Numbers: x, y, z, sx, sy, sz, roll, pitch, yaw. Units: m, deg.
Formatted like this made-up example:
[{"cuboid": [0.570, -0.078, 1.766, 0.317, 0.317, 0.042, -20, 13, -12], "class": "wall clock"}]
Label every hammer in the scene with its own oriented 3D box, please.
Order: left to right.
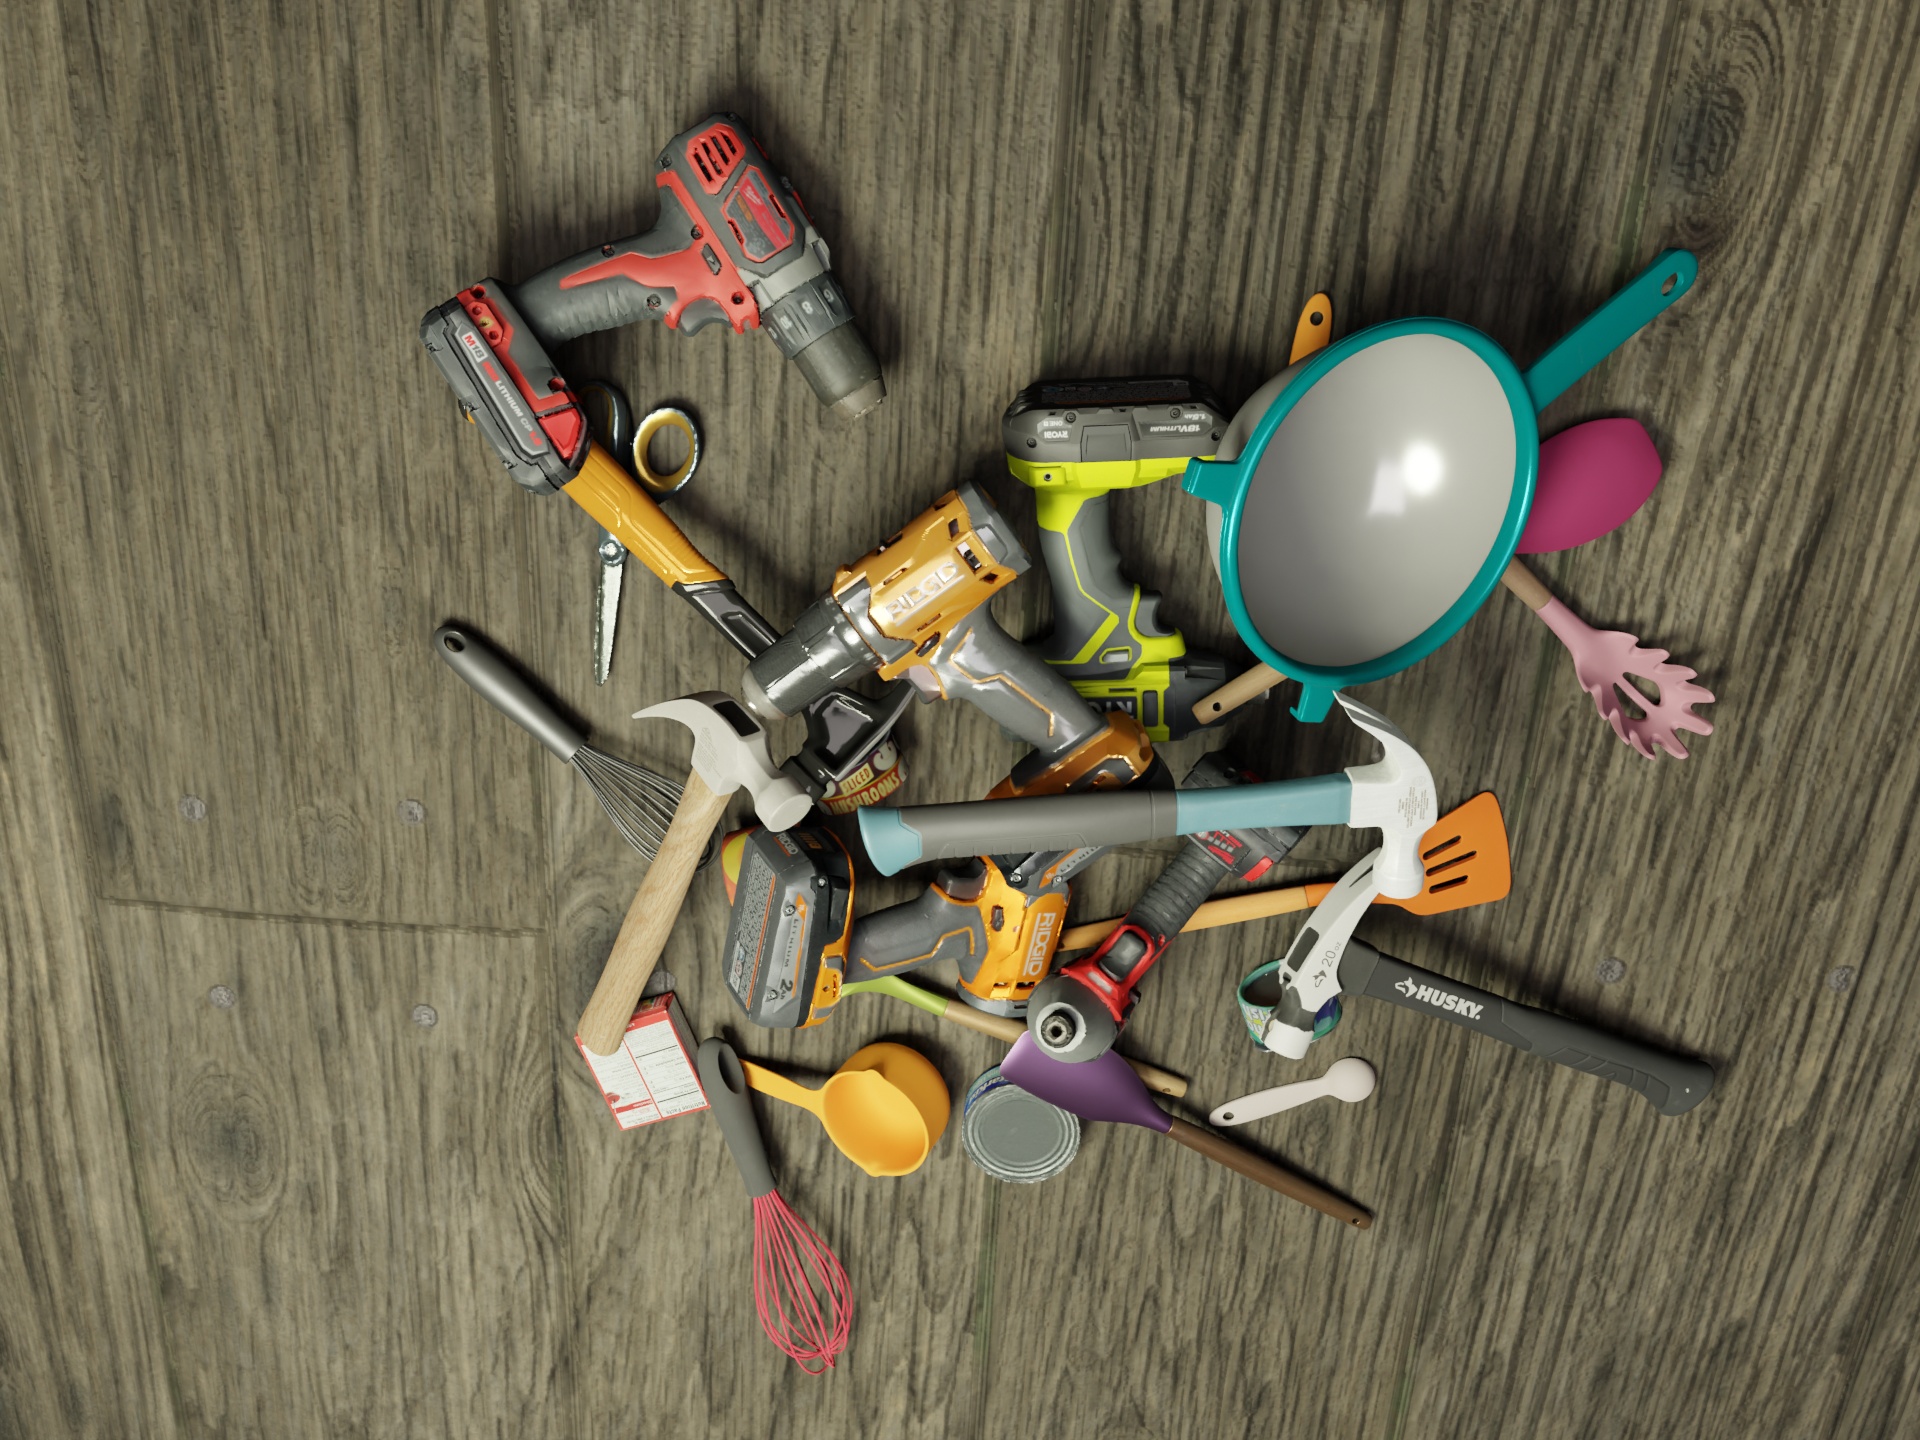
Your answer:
[{"cuboid": [-0.193, 0.110, 1.023, 0.130, 0.031, 0.331, 50, 132, 23], "class": "hammer"}, {"cuboid": [-0.170, -0.106, 0.979, 0.337, 0.034, 0.127, 43, 90, -4], "class": "hammer"}, {"cuboid": [0.108, 0.055, 0.905, 0.331, 0.033, 0.128, -5, 118, -4], "class": "hammer"}, {"cuboid": [0.371, 0.198, 1.072, 0.334, 0.035, 0.146, 20, 97, -16], "class": "hammer"}]

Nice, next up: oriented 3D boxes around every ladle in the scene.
[{"cuboid": [0.012, 0.221, 1.122, 0.320, 0.062, 0.078, 20, 133, -8], "class": "ladle"}]

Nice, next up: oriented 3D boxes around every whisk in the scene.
[{"cuboid": [-0.256, 0.017, 1.064, 0.239, 0.055, 0.055, 42, 108, -7], "class": "whisk"}, {"cuboid": [-0.142, 0.362, 1.181, 0.073, 0.073, 0.295, -13, 109, 8], "class": "whisk"}]

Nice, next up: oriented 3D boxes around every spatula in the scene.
[{"cuboid": [0.171, 0.299, 1.145, 0.315, 0.018, 0.059, 29, 105, -15], "class": "spatula"}, {"cuboid": [0.212, 0.121, 1.089, 0.322, 0.041, 0.081, -12, 110, 12], "class": "spatula"}]

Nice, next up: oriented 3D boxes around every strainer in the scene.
[{"cuboid": [0.266, -0.171, 0.912, 0.340, 0.095, 0.210, -38, 126, -6], "class": "strainer"}]

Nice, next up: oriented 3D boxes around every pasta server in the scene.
[{"cuboid": [0.347, -0.091, 0.988, 0.316, 0.040, 0.060, 41, 98, -11], "class": "pasta server"}]

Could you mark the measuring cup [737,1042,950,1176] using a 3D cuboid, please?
[{"cuboid": [-0.088, 0.264, 1.154, 0.174, 0.052, 0.095, 15, 119, 24], "class": "measuring cup"}]

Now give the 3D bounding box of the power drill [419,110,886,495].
[{"cuboid": [-0.170, -0.217, 0.921, 0.226, 0.080, 0.188, -33, 100, -4], "class": "power drill"}]

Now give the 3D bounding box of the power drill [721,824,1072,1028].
[{"cuboid": [-0.028, 0.116, 1.031, 0.226, 0.084, 0.164, 2, 112, -31], "class": "power drill"}]

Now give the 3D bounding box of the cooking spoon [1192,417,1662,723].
[{"cuboid": [0.281, -0.084, 0.968, 0.319, 0.017, 0.068, -31, 99, 5], "class": "cooking spoon"}]

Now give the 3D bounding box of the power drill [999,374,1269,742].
[{"cuboid": [0.106, -0.093, 0.983, 0.171, 0.080, 0.223, -2, 115, 4], "class": "power drill"}]

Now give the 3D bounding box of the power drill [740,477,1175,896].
[{"cuboid": [-0.001, -0.003, 0.941, 0.185, 0.084, 0.226, -35, 108, 8], "class": "power drill"}]

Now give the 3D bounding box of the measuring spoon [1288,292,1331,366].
[{"cuboid": [0.208, -0.200, 0.966, 0.021, 0.011, 0.116, 8, 112, 0], "class": "measuring spoon"}]

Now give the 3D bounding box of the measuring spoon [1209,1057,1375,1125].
[{"cuboid": [0.239, 0.275, 1.149, 0.124, 0.018, 0.034, -20, 109, 12], "class": "measuring spoon"}]

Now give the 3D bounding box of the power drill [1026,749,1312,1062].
[{"cuboid": [0.124, 0.126, 1.017, 0.078, 0.143, 0.219, 40, 100, 12], "class": "power drill"}]
